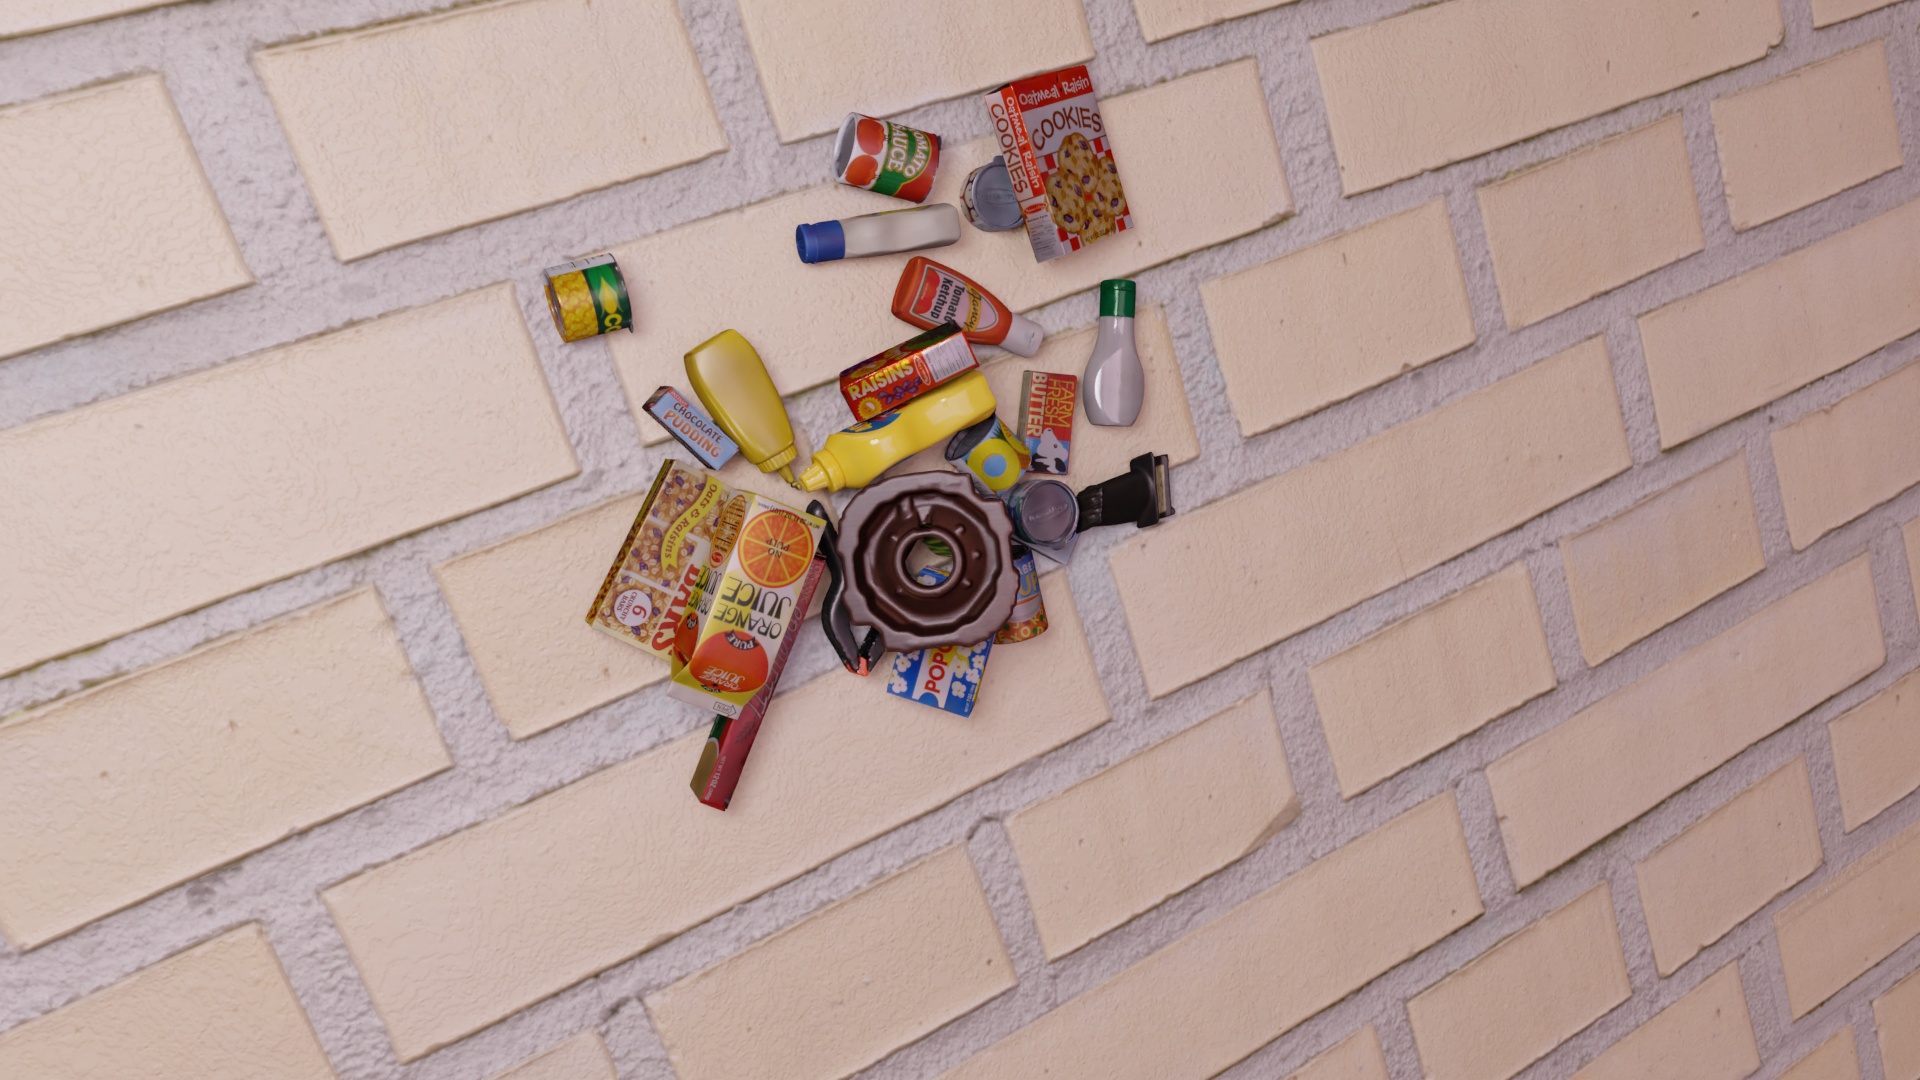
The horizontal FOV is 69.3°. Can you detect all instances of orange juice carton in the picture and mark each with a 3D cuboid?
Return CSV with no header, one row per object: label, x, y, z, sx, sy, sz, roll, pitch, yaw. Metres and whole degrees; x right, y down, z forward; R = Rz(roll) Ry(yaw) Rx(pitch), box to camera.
orange juice carton,-0.193,0.057,1.220,0.072,0.073,0.192,22,86,-26

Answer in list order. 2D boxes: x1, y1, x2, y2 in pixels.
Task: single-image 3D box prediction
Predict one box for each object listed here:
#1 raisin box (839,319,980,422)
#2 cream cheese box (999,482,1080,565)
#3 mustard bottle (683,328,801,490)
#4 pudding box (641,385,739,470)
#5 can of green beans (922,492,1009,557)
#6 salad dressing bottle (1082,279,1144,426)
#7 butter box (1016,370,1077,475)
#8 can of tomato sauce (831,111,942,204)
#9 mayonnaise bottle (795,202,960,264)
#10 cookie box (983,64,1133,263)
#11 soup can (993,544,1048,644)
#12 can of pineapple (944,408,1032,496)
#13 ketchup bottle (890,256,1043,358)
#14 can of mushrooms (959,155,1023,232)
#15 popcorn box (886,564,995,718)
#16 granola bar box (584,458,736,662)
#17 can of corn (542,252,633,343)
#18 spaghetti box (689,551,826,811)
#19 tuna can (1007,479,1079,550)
raisin box,-0.050,-0.158,1.284,0.123,0.086,0.040,-25,108,1
cream cheese box,0.074,-0.020,1.404,0.104,0.024,0.053,27,84,-24
mustard bottle,-0.190,-0.112,1.264,0.065,0.049,0.160,-34,108,-18
pudding box,-0.241,-0.101,1.242,0.083,0.049,0.030,44,79,-21
can of green beans,0.005,-0.015,1.344,0.071,0.058,0.071,-11,104,-49
salad dressing bottle,0.158,-0.191,1.418,0.064,0.044,0.147,2,93,-22
butter box,0.085,-0.119,1.401,0.053,0.024,0.103,5,92,-24
can of tomato sauce,-0.069,-0.355,1.286,0.083,0.071,0.071,9,91,-24
mayonnaise bottle,-0.078,-0.286,1.294,0.148,0.065,0.041,-12,104,-19
cookie box,0.099,-0.369,1.354,0.123,0.040,0.167,-31,107,-43
soup can,0.048,0.054,1.373,0.071,0.071,0.083,-18,102,-22
can of pineapple,0.029,-0.085,1.355,0.057,0.071,0.071,45,77,-22
ketchup bottle,0.009,-0.220,1.348,0.149,0.043,0.064,20,91,-25
can of mushrooms,0.035,-0.337,1.355,0.071,0.033,0.071,-2,96,-23
popcorn box,-0.012,0.096,1.336,0.085,0.038,0.126,17,100,6
granola bar box,-0.245,0.026,1.256,0.124,0.039,0.165,28,83,-24
can of corn,-0.319,-0.205,1.188,0.058,0.071,0.071,-19,102,-21
spaghetti box,-0.186,0.122,1.275,0.028,0.050,0.250,22,90,-25
tuna can,0.082,-0.025,1.374,0.071,0.033,0.071,-2,94,-24
